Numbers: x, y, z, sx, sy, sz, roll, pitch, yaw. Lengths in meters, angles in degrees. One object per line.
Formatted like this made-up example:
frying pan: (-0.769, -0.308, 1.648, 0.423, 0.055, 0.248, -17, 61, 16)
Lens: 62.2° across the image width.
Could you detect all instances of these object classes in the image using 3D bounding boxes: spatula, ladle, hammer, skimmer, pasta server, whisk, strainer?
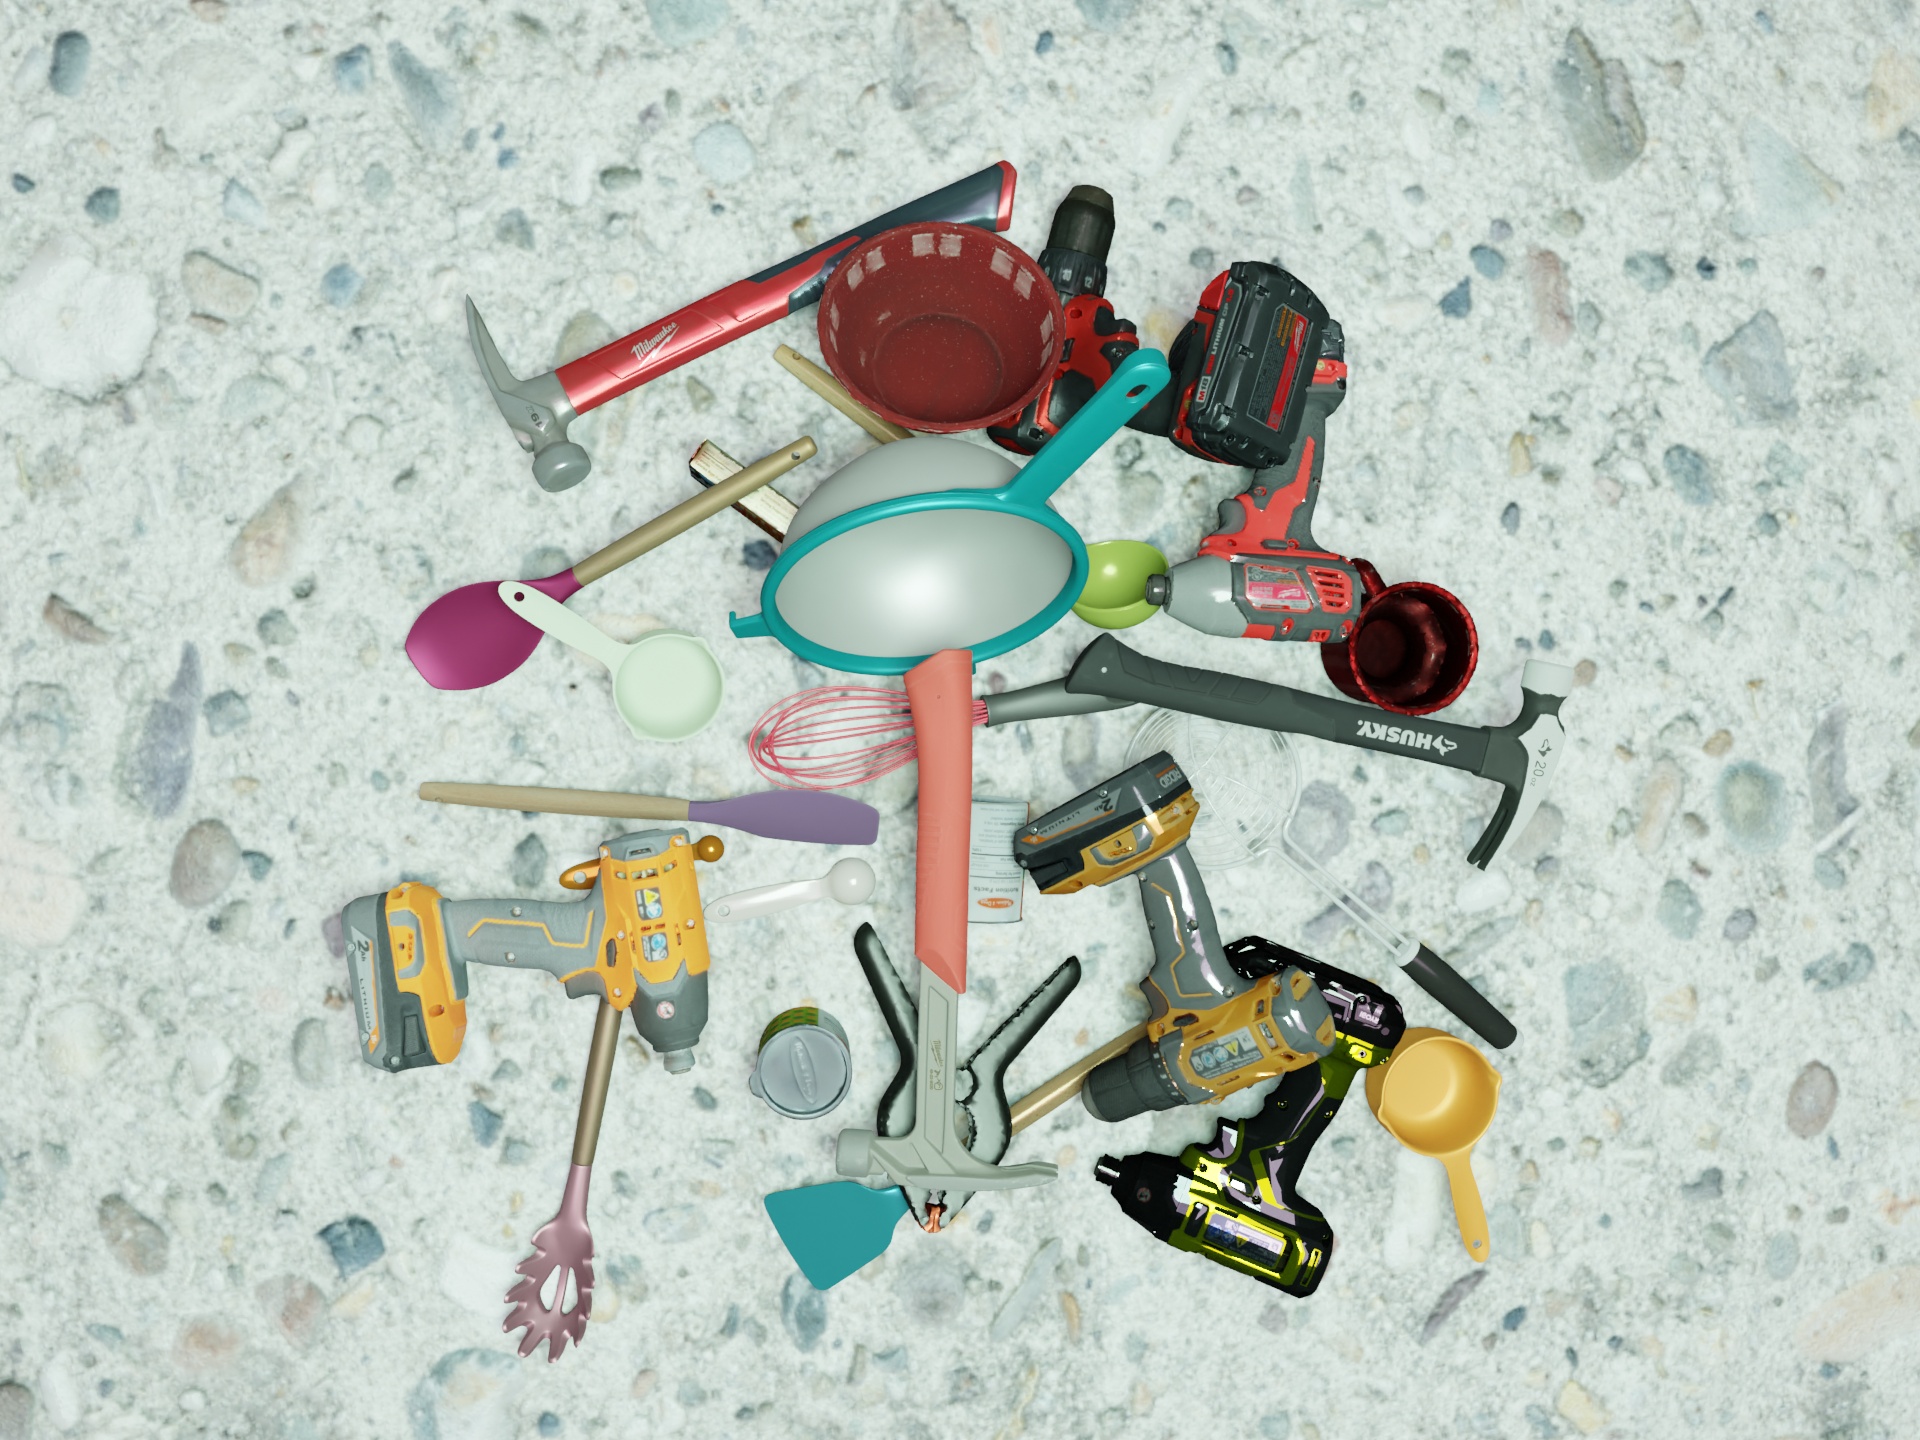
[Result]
spatula: (-0.214, 0.059, 1.102, 0.316, 0.059, 0.018, 4, 48, -3)
ladle: (0.007, -0.169, 1.105, 0.320, 0.062, 0.078, 36, 54, -3)
hammer: (0.235, 0.002, 1.068, 0.334, 0.035, 0.146, 12, 97, -4)
hammer: (-0.140, -0.302, 1.086, 0.386, 0.038, 0.143, -28, 82, -7)
skimmer: (0.273, 0.122, 1.159, 0.363, 0.090, 0.127, 40, 93, -17)
pasta server: (-0.260, 0.283, 1.105, 0.060, 0.040, 0.316, 11, 90, 2)
whisk: (-0.002, -0.004, 1.112, 0.295, 0.073, 0.073, -10, 94, -12)
spatula: (0.013, 0.298, 1.144, 0.317, 0.044, 0.082, -31, 95, -9)
hammer: (-0.003, 0.132, 1.060, 0.149, 0.037, 0.359, 2, 92, 3)
strainer: (0.007, -0.147, 0.988, 0.210, 0.340, 0.095, 10, 57, -34)

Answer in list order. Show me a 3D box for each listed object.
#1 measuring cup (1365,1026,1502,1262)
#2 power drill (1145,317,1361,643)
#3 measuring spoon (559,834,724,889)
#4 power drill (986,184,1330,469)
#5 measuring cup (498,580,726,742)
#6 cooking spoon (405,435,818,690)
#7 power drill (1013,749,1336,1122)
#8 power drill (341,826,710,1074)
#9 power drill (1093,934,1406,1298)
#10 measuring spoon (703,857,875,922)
measuring cup: (0.352, 0.308, 1.166, 0.095, 0.052, 0.173, -16, 96, -5)
power drill: (0.197, -0.162, 1.087, 0.143, 0.078, 0.220, 2, 78, -6)
measuring spoon: (-0.223, 0.101, 1.113, 0.117, 0.011, 0.021, -12, 94, -5)
power drill: (0.122, -0.259, 1.044, 0.080, 0.227, 0.188, 14, 92, -46)
measuring cup: (-0.237, -0.049, 1.076, 0.167, 0.038, 0.083, 33, 95, -19)
cooking spoon: (-0.234, -0.108, 1.066, 0.319, 0.017, 0.068, -27, 108, 10)
power drill: (0.123, 0.157, 1.079, 0.185, 0.084, 0.226, -31, 86, 29)
power drill: (-0.281, 0.170, 1.064, 0.226, 0.084, 0.164, -10, 86, -3)
power drill: (0.207, 0.275, 1.132, 0.171, 0.080, 0.223, 22, 93, 6)
measuring spoon: (-0.120, 0.125, 1.122, 0.124, 0.018, 0.034, -13, 94, -5)
